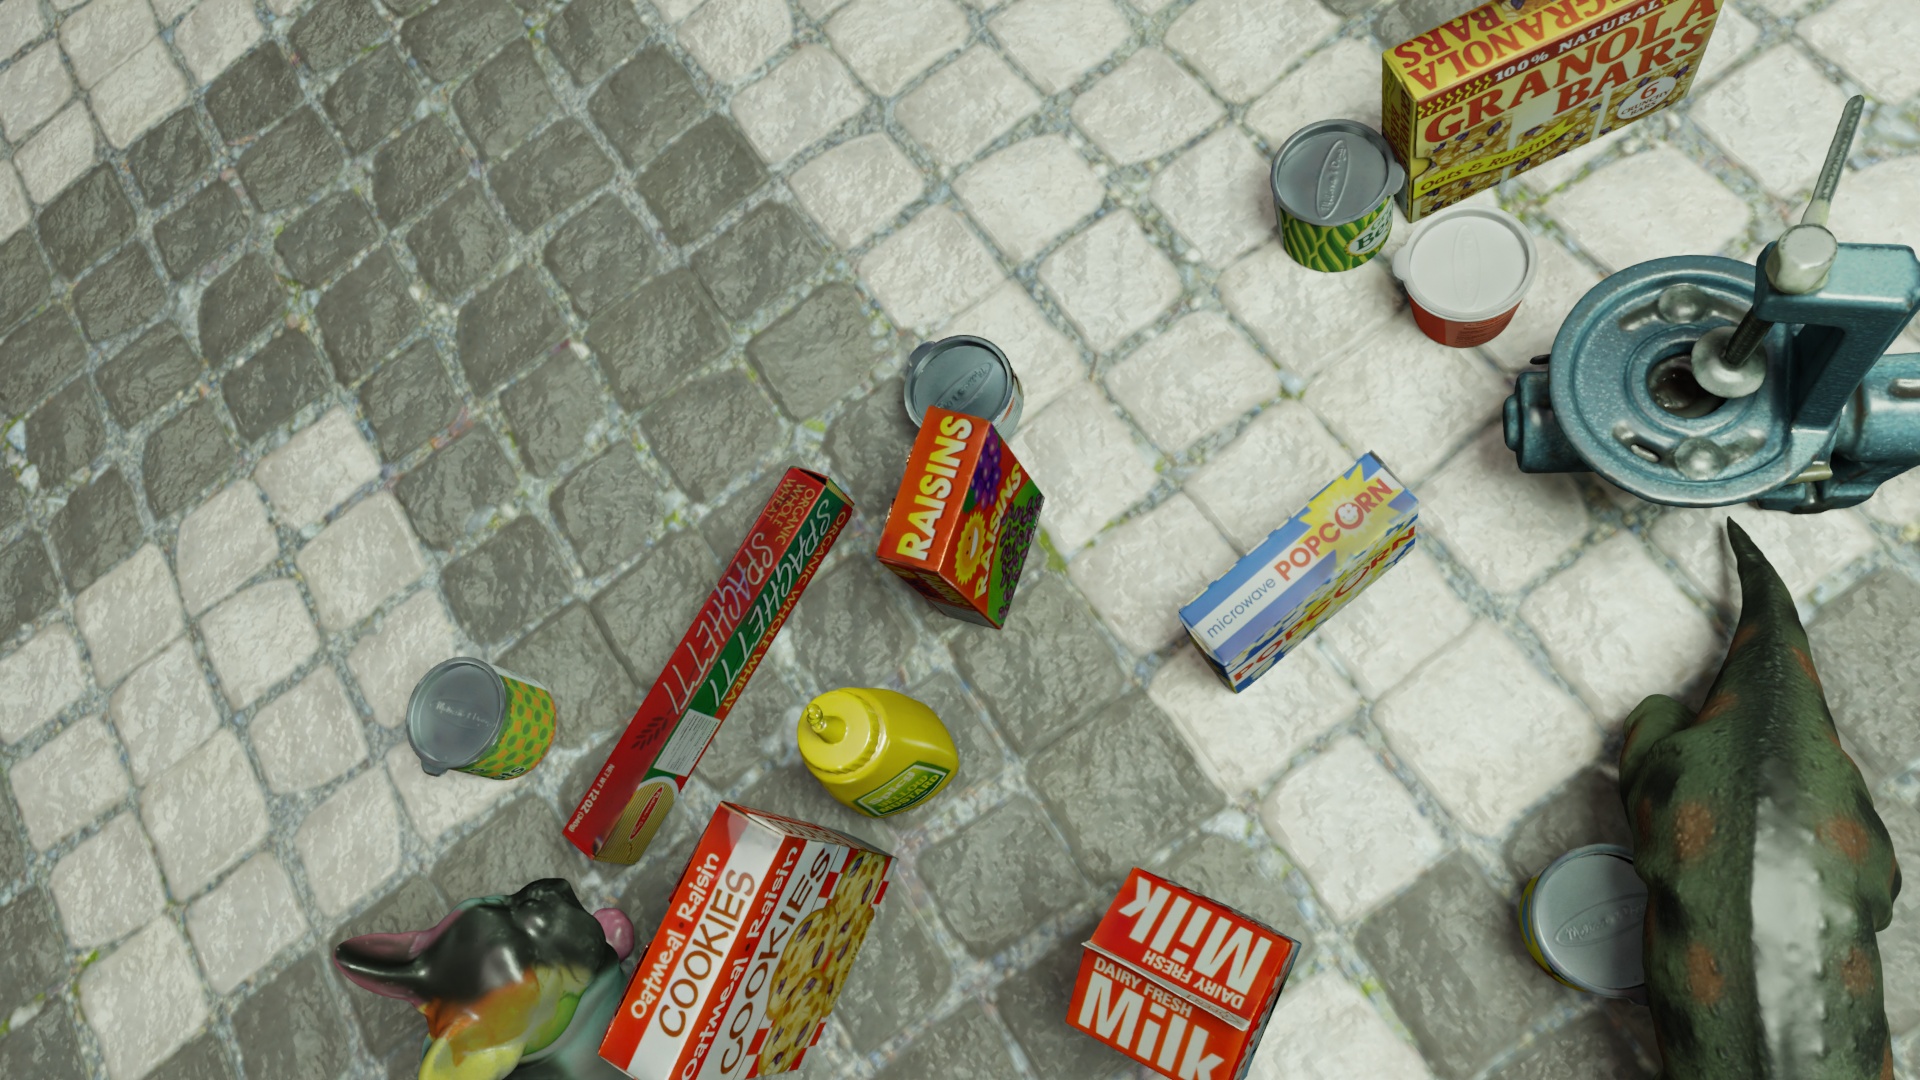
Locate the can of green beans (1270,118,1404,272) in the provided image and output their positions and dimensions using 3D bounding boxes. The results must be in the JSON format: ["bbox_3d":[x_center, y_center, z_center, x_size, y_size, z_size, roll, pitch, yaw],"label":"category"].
[{"bbox_3d":[0.210,-0.193,0.782,0.071,0.057,0.071,-5,72,15],"label":"can of green beans"}]

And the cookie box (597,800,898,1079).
[{"bbox_3d":[-0.098,0.200,0.687,0.040,0.167,0.123,21,80,21],"label":"cookie box"}]

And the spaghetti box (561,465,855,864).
[{"bbox_3d":[-0.142,0.071,0.805,0.029,0.050,0.250,28,83,22],"label":"spaghetti box"}]

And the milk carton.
[{"bbox_3d":[0.102,0.196,0.618,0.072,0.190,0.073,22,81,21],"label":"milk carton"}]

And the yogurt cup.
[{"bbox_3d":[0.272,-0.139,0.748,0.072,0.054,0.072,-5,72,15],"label":"yogurt cup"}]

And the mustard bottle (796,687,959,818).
[{"bbox_3d":[-0.048,0.105,0.707,0.065,0.160,0.049,-34,67,4],"label":"mustard bottle"}]

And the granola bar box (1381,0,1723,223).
[{"bbox_3d":[0.308,-0.245,0.733,0.165,0.124,0.039,-24,68,8],"label":"granola bar box"}]

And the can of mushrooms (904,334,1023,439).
[{"bbox_3d":[0.001,-0.087,0.822,0.071,0.033,0.071,-5,72,15],"label":"can of mushrooms"}]

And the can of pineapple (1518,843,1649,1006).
[{"bbox_3d":[0.295,0.177,0.639,0.071,0.057,0.071,-5,72,15],"label":"can of pineapple"}]

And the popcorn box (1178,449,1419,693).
[{"bbox_3d":[0.173,0.020,0.710,0.126,0.085,0.038,-40,67,1],"label":"popcorn box"}]

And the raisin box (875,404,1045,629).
[{"bbox_3d":[0.003,-0.009,0.748,0.040,0.123,0.086,15,78,20],"label":"raisin box"}]

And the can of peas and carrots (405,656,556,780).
[{"bbox_3d":[-0.286,0.110,0.830,0.071,0.058,0.071,-5,72,15],"label":"can of peas and carrots"}]
